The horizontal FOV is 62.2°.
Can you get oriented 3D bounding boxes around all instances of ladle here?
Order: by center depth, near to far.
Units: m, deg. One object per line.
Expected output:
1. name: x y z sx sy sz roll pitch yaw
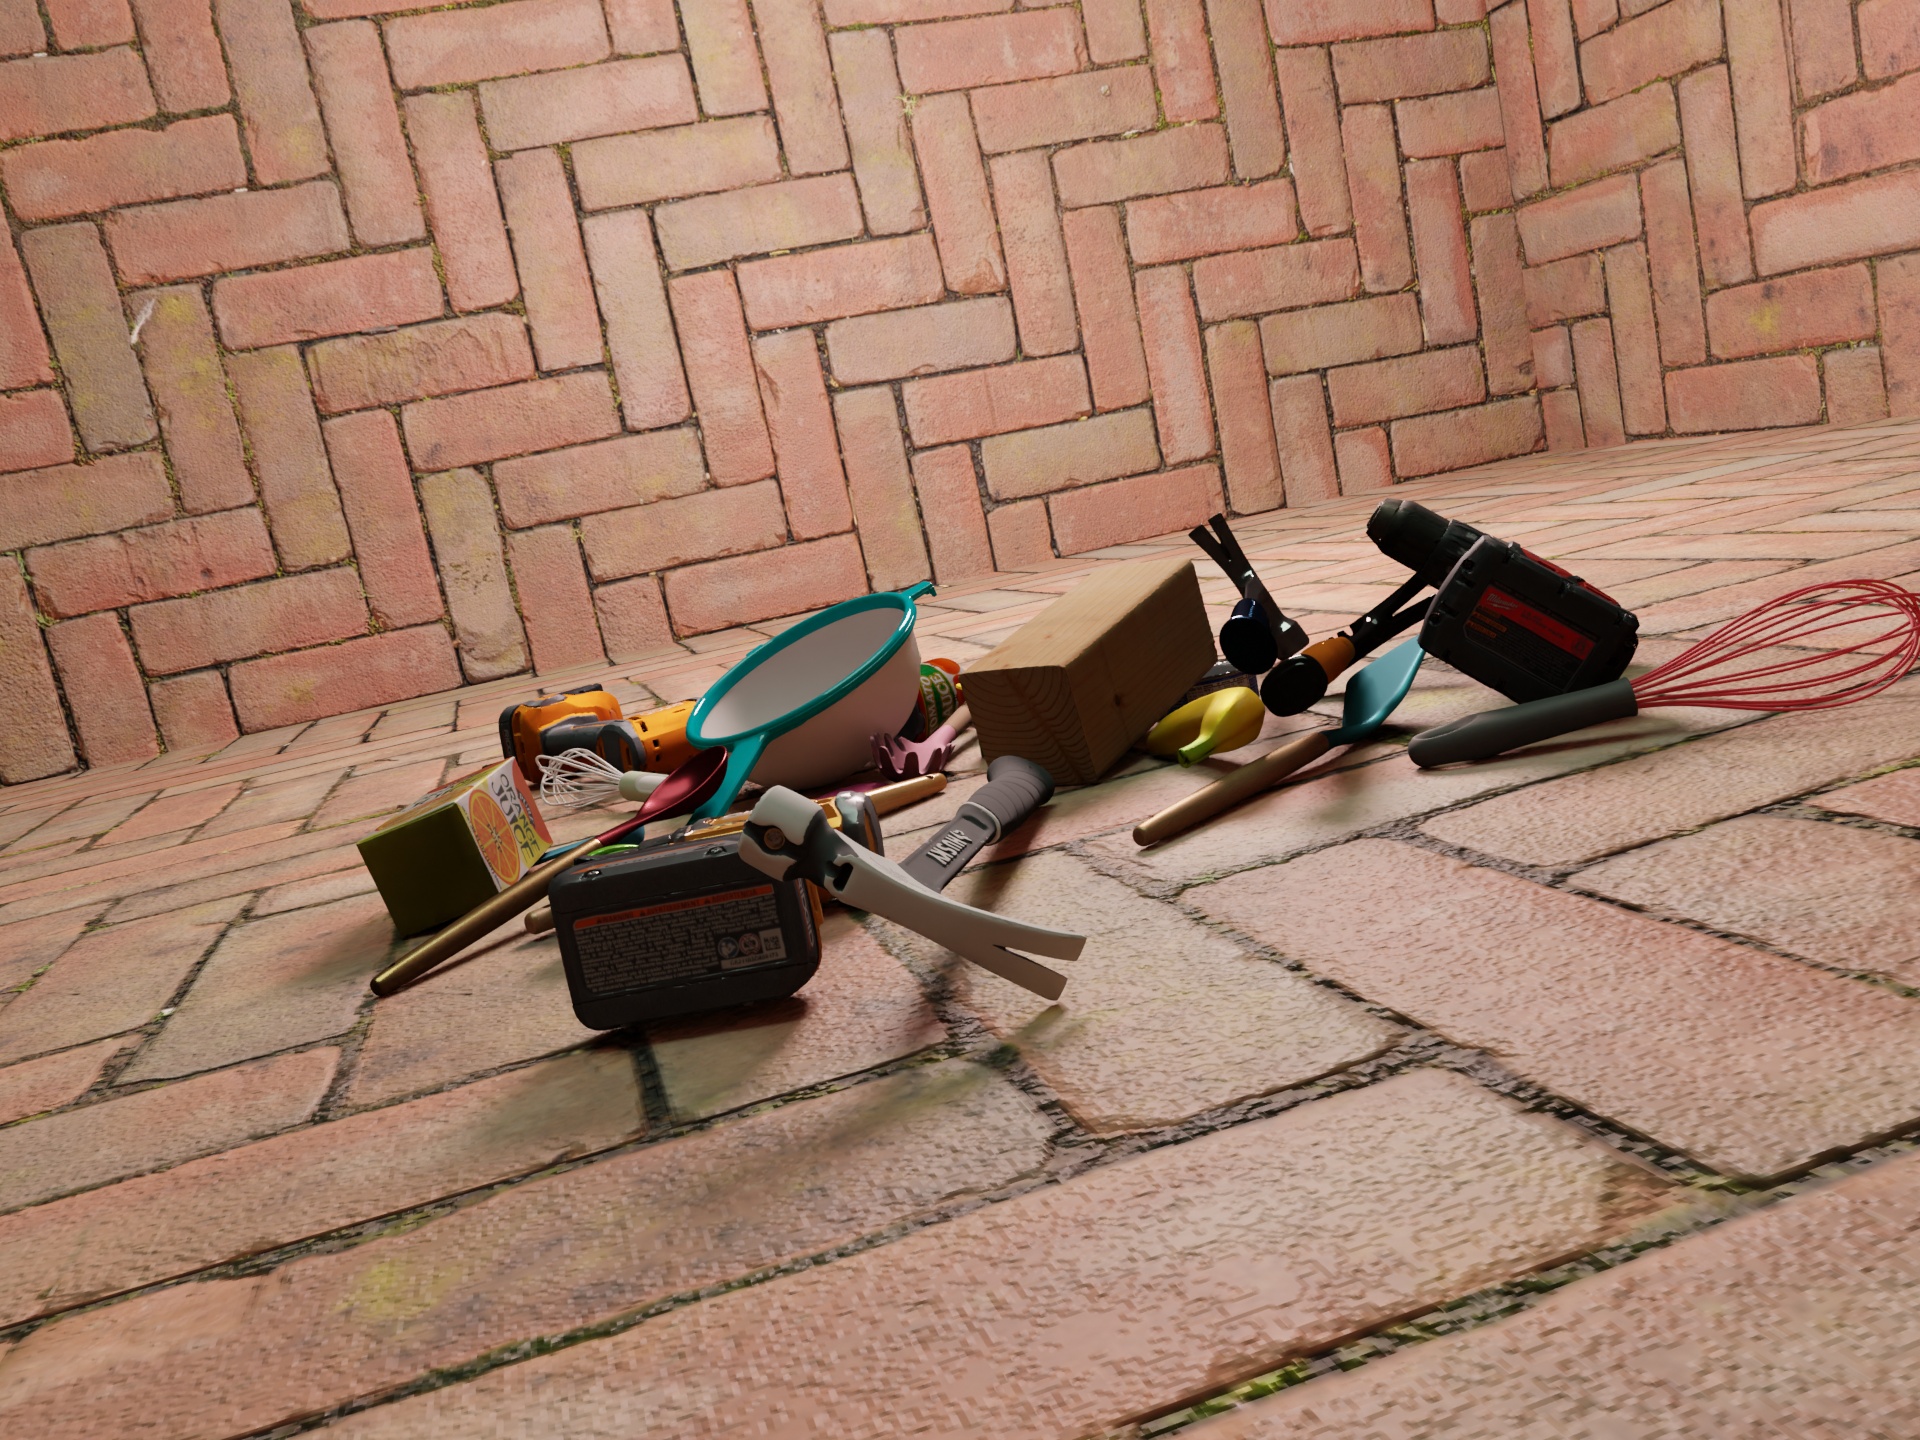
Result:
1. ladle: -0.250 0.092 1.016 0.069 0.031 0.315 -19 11 37

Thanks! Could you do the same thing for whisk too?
1. whisk: 0.406 -0.019 0.916 0.296 0.073 0.073 -16 8 12
2. whisk: -0.283 0.054 1.339 0.246 0.059 0.058 3 55 44

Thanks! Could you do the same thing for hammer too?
1. hammer: 0.012 0.059 0.846 0.149 0.036 0.409 26 9 7
2. hammer: 0.256 -0.045 1.075 0.127 0.034 0.337 -36 -6 20
3. hammer: 0.224 -0.089 1.246 0.035 0.144 0.405 -35 2 15

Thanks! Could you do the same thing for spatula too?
1. spatula: 0.203 0.013 0.993 0.317 0.044 0.082 -22 -10 -42

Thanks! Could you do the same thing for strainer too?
1. strainer: -0.126 0.025 1.236 0.211 0.095 0.341 -18 26 27

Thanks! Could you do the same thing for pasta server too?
1. pasta server: -0.002 -0.004 1.305 0.060 0.040 0.316 9 18 15

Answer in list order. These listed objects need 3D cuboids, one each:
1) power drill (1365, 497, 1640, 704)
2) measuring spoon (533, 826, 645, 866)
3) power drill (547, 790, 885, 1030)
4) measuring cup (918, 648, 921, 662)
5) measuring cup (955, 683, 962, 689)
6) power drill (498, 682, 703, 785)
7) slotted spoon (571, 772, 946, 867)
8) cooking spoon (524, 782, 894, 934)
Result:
1. power drill: 0.356 -0.086 1.066 0.188 0.080 0.227 31 19 9
2. measuring spoon: -0.282 0.102 1.146 0.128 0.021 0.042 -18 11 17
3. power drill: -0.143 0.092 0.828 0.185 0.084 0.226 -11 5 6
4. measuring cup: -0.106 -0.024 1.410 0.167 0.038 0.083 -33 -15 -19
5. measuring cup: 0.072 -0.028 1.323 0.156 0.029 0.062 9 14 15
6. power drill: -0.323 0.012 1.543 0.226 0.084 0.164 2 15 41
7. slotted spoon: -0.124 0.074 1.050 0.313 0.031 0.070 -16 38 -43
8. cooking spoon: -0.155 0.085 1.068 0.069 0.017 0.319 -1 14 42
